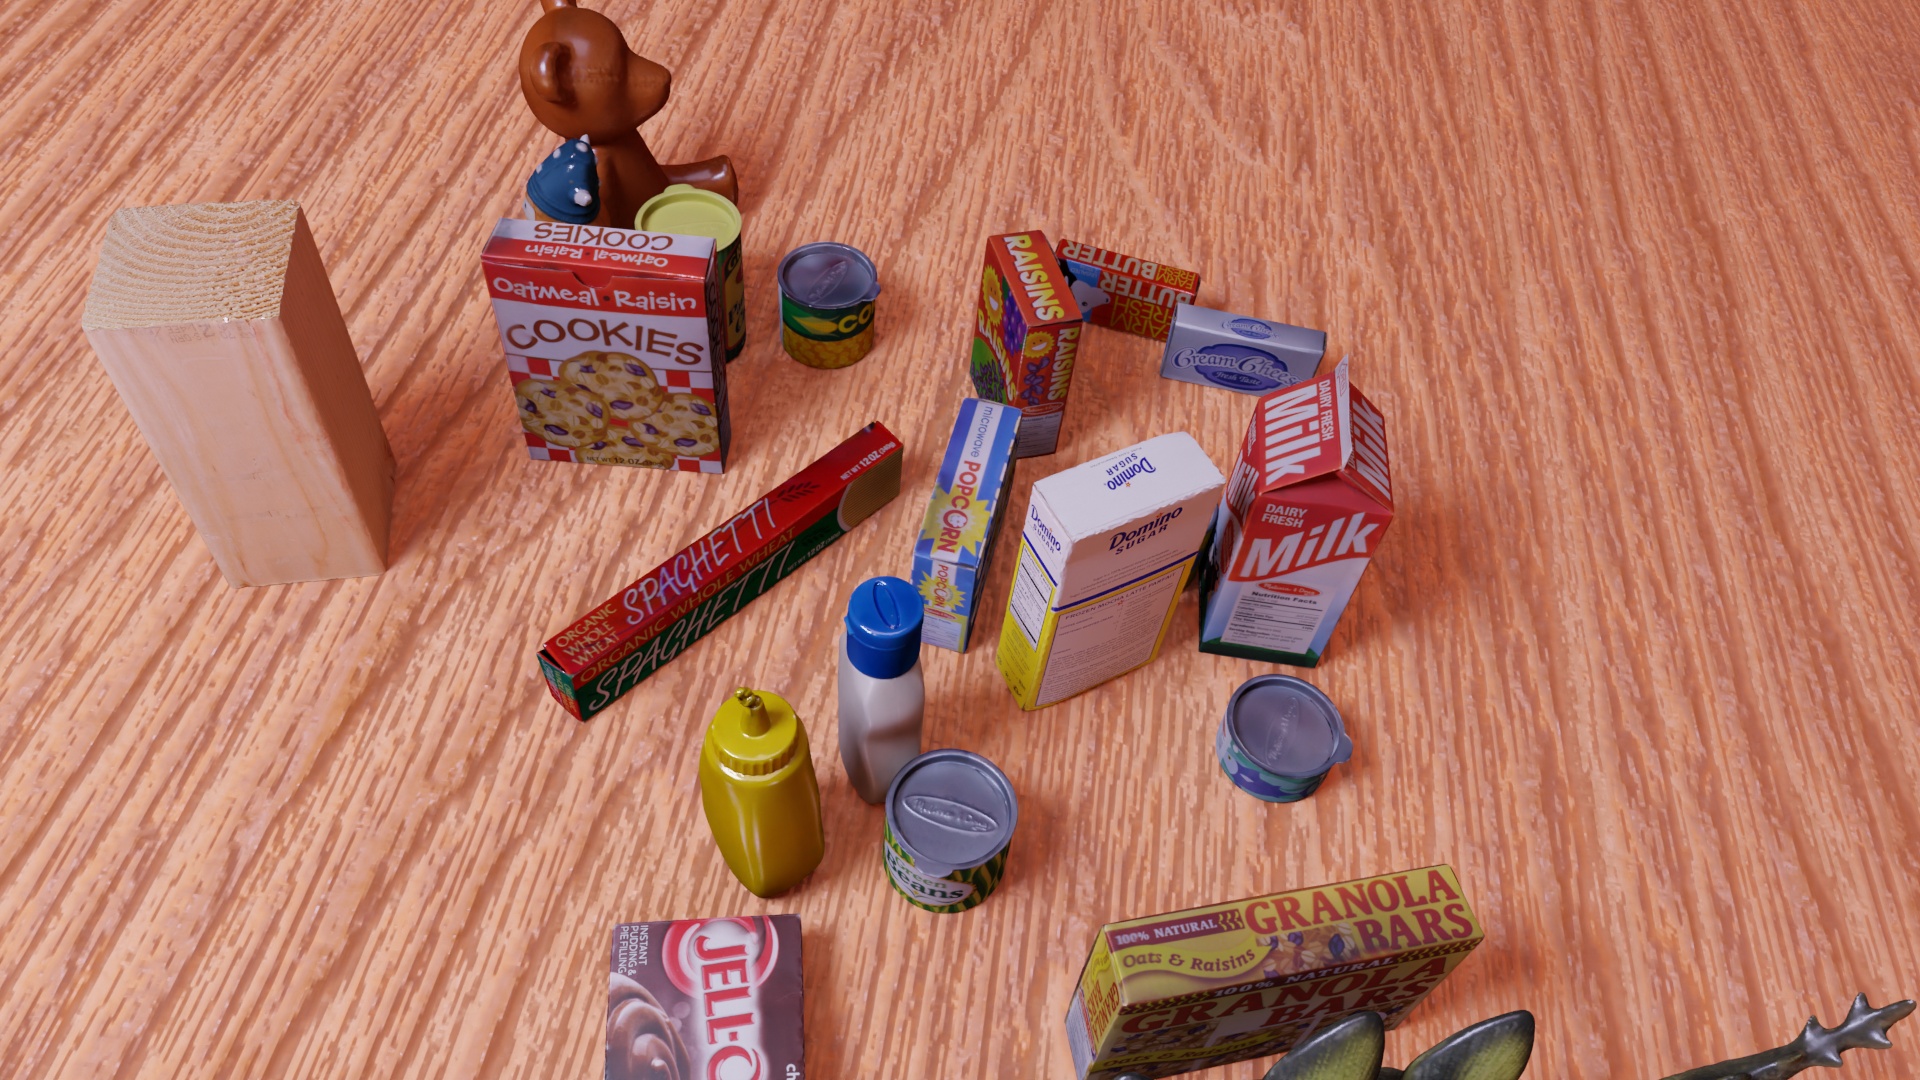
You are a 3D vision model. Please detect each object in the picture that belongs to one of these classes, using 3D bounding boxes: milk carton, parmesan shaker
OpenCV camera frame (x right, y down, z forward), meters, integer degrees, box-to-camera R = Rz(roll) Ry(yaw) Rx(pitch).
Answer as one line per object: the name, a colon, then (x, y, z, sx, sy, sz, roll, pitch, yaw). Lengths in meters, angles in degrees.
milk carton: (0.188, -0.013, 0.775, 0.073, 0.189, 0.073, 8, 52, 1)
parmesan shaker: (-0.176, -0.172, 0.916, 0.071, 0.102, 0.072, 3, 52, -4)

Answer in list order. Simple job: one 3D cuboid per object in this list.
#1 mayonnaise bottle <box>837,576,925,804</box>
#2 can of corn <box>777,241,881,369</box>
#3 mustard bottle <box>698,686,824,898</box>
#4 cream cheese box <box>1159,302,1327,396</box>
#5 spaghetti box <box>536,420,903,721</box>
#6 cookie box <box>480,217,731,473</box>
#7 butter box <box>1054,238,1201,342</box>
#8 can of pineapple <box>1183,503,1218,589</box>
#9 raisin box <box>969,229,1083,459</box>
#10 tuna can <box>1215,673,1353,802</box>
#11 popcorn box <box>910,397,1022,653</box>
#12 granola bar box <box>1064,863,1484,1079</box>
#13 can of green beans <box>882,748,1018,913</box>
mayonnaise bottle: (-0.040, 0.075, 0.709, 0.041, 0.147, 0.065, -13, 55, -15)
can of corn: (-0.088, -0.158, 0.942, 0.071, 0.058, 0.071, 3, 52, -4)
mustard bottle: (-0.095, 0.114, 0.665, 0.049, 0.159, 0.065, -27, 60, -24)
cream cheese box: (0.192, -0.127, 0.951, 0.104, 0.053, 0.024, 12, 52, 3)
spaghetti box: (-0.131, 0.014, 0.809, 0.029, 0.050, 0.251, 39, 58, 22)
cookie box: (-0.204, -0.110, 0.824, 0.123, 0.166, 0.040, 5, 52, -2)
butter box: (0.113, -0.175, 0.980, 0.103, 0.052, 0.024, 16, 52, 6)
can of pineapple: (0.120, -0.008, 0.848, 0.071, 0.057, 0.071, 3, 52, -4)
raisin box: (0.040, -0.123, 0.888, 0.040, 0.122, 0.086, -9, 54, -13)
tuna can: (0.180, 0.112, 0.776, 0.071, 0.032, 0.071, 3, 52, -4)
popcorn box: (0.003, -0.010, 0.820, 0.038, 0.084, 0.127, 13, 52, 4)
granola bar box: (0.138, 0.203, 0.643, 0.166, 0.123, 0.039, -7, 53, -11)
can of green beans: (-0.007, 0.150, 0.712, 0.071, 0.057, 0.071, 3, 52, -4)
